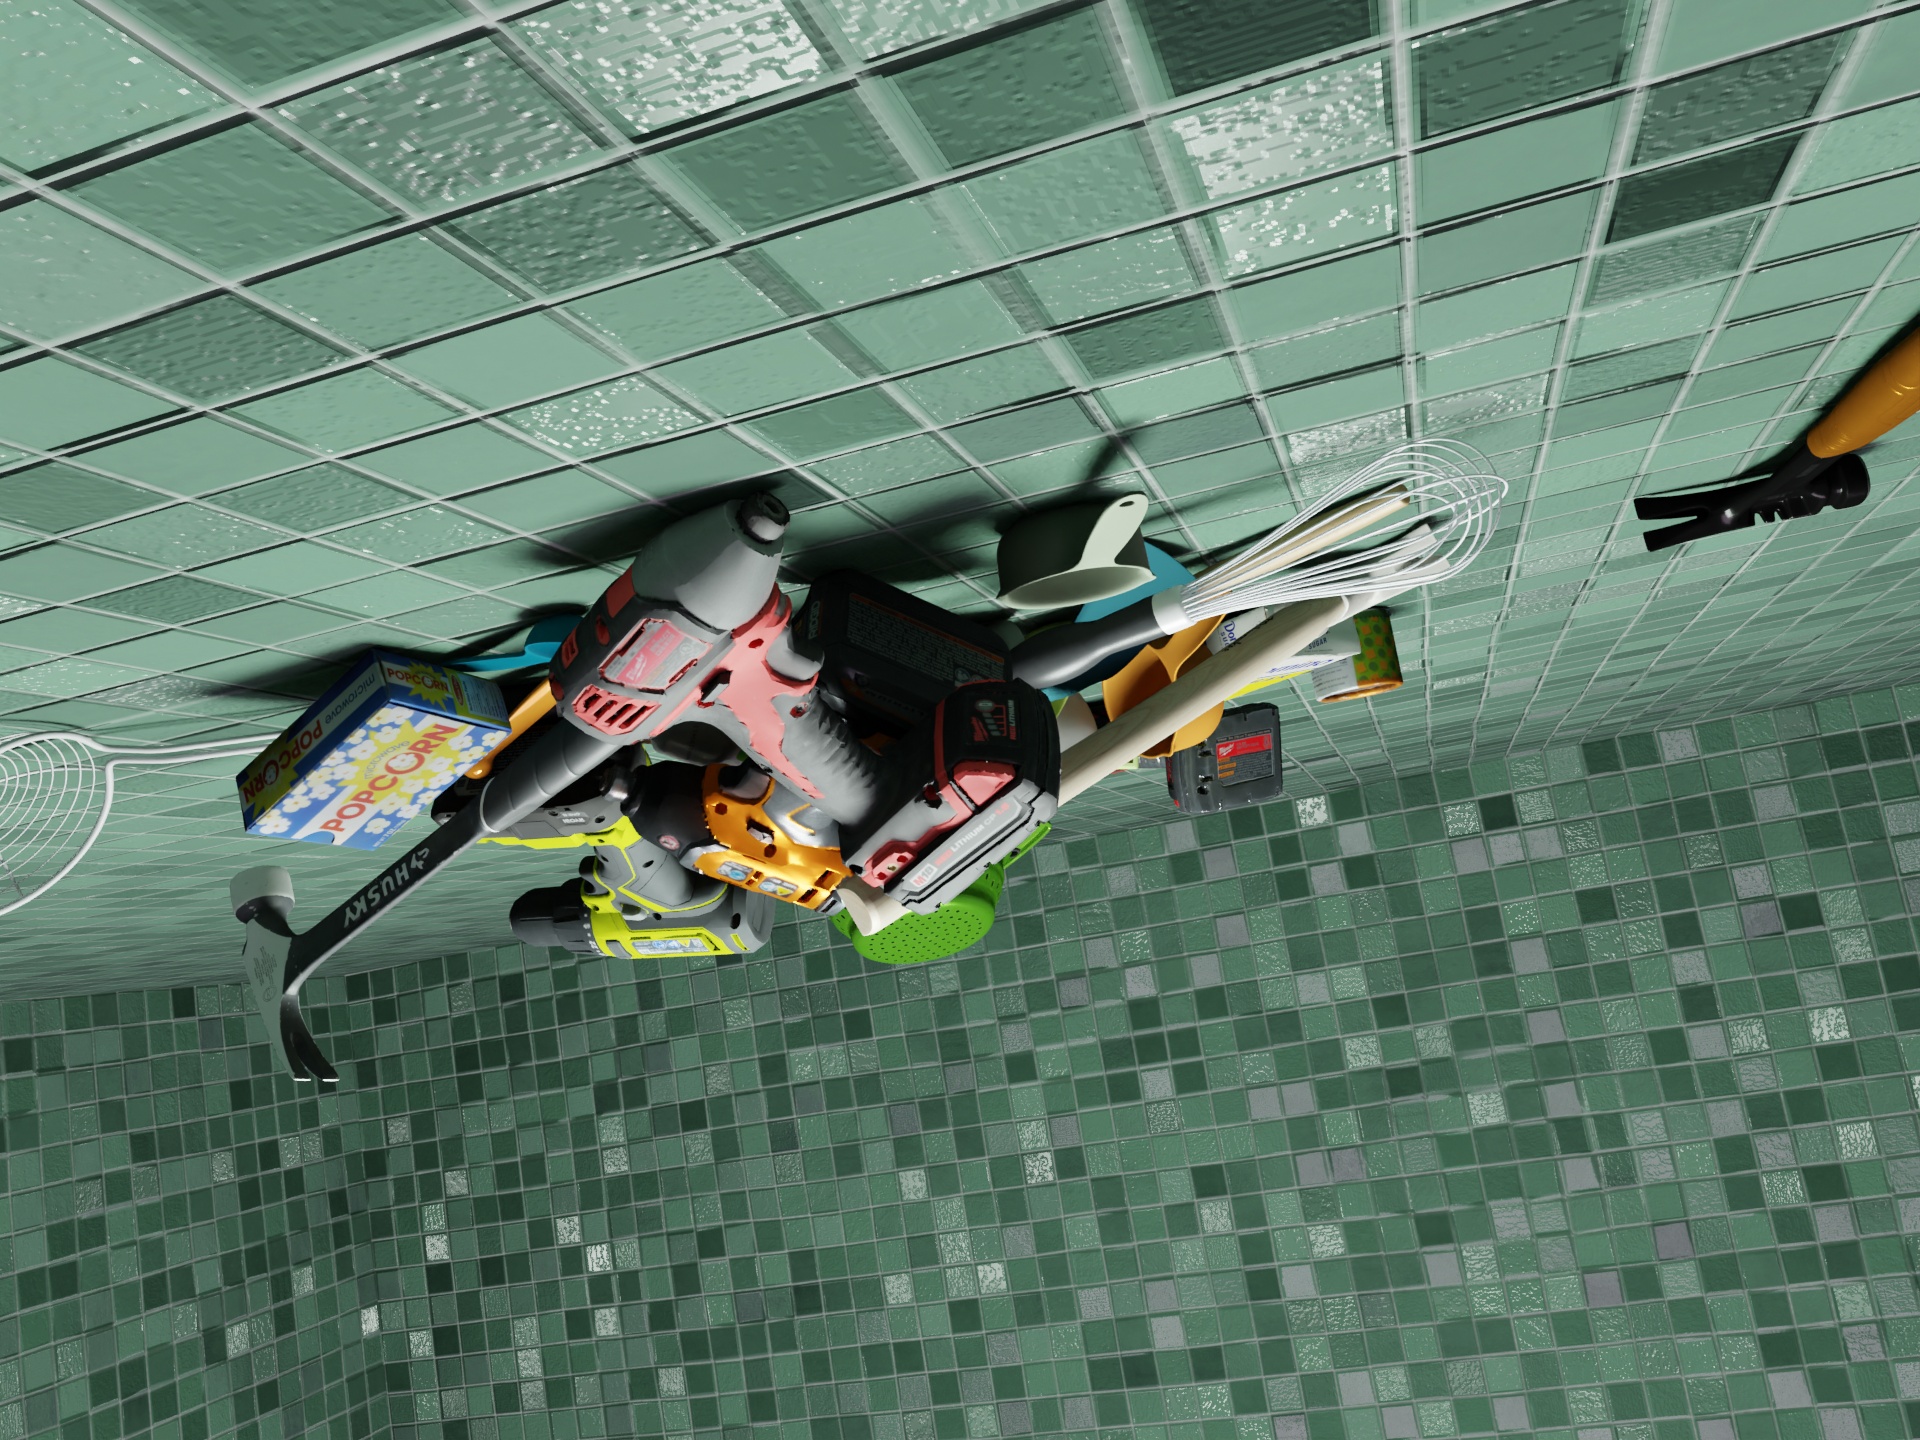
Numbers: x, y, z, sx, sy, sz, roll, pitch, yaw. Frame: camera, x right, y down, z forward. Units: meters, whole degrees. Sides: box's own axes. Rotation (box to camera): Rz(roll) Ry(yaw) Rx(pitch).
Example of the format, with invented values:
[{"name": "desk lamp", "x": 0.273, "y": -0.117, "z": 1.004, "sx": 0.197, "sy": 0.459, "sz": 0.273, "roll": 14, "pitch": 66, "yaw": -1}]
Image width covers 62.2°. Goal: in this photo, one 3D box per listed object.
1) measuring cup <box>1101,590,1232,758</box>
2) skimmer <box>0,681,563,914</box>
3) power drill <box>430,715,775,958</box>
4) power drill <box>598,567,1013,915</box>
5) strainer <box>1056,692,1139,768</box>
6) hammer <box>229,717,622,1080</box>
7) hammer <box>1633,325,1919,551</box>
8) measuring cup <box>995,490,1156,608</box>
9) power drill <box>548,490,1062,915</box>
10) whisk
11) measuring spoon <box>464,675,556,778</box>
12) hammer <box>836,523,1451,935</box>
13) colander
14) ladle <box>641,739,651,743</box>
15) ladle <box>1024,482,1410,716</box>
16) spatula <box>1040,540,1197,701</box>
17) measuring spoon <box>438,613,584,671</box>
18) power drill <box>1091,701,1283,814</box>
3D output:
[{"name": "measuring cup", "x": 0.159, "y": -0.043, "z": 1.087, "sx": 0.052, "sy": 0.095, "sz": 0.173, "roll": -14, "pitch": 155, "yaw": -30}, {"name": "skimmer", "x": -0.402, "y": 0.038, "z": 0.909, "sx": 0.363, "sy": 0.090, "sz": 0.127, "roll": -9, "pitch": 147, "yaw": -13}, {"name": "power drill", "x": -0.249, "y": 0.089, "z": 1.055, "sx": 0.190, "sy": 0.080, "sz": 0.228, "roll": -4, "pitch": 144, "yaw": 16}, {"name": "power drill", "x": -0.091, "y": 0.019, "z": 0.883, "sx": 0.164, "sy": 0.084, "sz": 0.226, "roll": 22, "pitch": 135, "yaw": -23}, {"name": "strainer", "x": -0.003, "y": 0.008, "z": 1.124, "sx": 0.256, "sy": 0.069, "sz": 0.152, "roll": -12, "pitch": -157, "yaw": -39}, {"name": "hammer", "x": -0.278, "y": 0.062, "z": 0.907, "sx": 0.409, "sy": 0.149, "sz": 0.036, "roll": -34, "pitch": 153, "yaw": 23}, {"name": "hammer", "x": 0.445, "y": -0.150, "z": 0.802, "sx": 0.127, "sy": 0.034, "sz": 0.336, "roll": -12, "pitch": 171, "yaw": 8}, {"name": "measuring cup", "x": 0.061, "y": -0.093, "z": 0.755, "sx": 0.083, "sy": 0.038, "sz": 0.167, "roll": -8, "pitch": 169, "yaw": -9}, {"name": "power drill", "x": -0.064, "y": -0.011, "z": 0.738, "sx": 0.219, "sy": 0.079, "sz": 0.143, "roll": 32, "pitch": 123, "yaw": -25}, {"name": "whisk", "x": 0.138, "y": -0.068, "z": 0.810, "sx": 0.284, "sy": 0.070, "sz": 0.070, "roll": -21, "pitch": 166, "yaw": 30}, {"name": "measuring spoon", "x": -0.254, "y": 0.000, "z": 0.934, "sx": 0.117, "sy": 0.011, "sz": 0.021, "roll": -40, "pitch": 150, "yaw": 21}, {"name": "hammer", "x": 0.107, "y": 0.002, "z": 0.908, "sx": 0.410, "sy": 0.038, "sz": 0.146, "roll": -31, "pitch": -179, "yaw": -26}, {"name": "colander", "x": -0.100, "y": 0.111, "z": 1.176, "sx": 0.396, "sy": 0.095, "sz": 0.204, "roll": 12, "pitch": 141, "yaw": -36}, {"name": "ladle", "x": -0.166, "y": 0.015, "z": 1.222, "sx": 0.069, "sy": 0.031, "sz": 0.315, "roll": -31, "pitch": 159, "yaw": 32}, {"name": "ladle", "x": 0.139, "y": -0.065, "z": 0.952, "sx": 0.320, "sy": 0.062, "sz": 0.078, "roll": -24, "pitch": -159, "yaw": 46}, {"name": "spatula", "x": -0.002, "y": -0.003, "z": 0.946, "sx": 0.317, "sy": 0.044, "sz": 0.082, "roll": -30, "pitch": 149, "yaw": 27}, {"name": "measuring spoon", "x": -0.237, "y": -0.041, "z": 0.847, "sx": 0.129, "sy": 0.021, "sz": 0.042, "roll": -5, "pitch": 166, "yaw": 38}, {"name": "power drill", "x": 0.139, "y": 0.030, "z": 1.353, "sx": 0.187, "sy": 0.080, "sz": 0.227, "roll": -9, "pitch": -173, "yaw": -41}]
